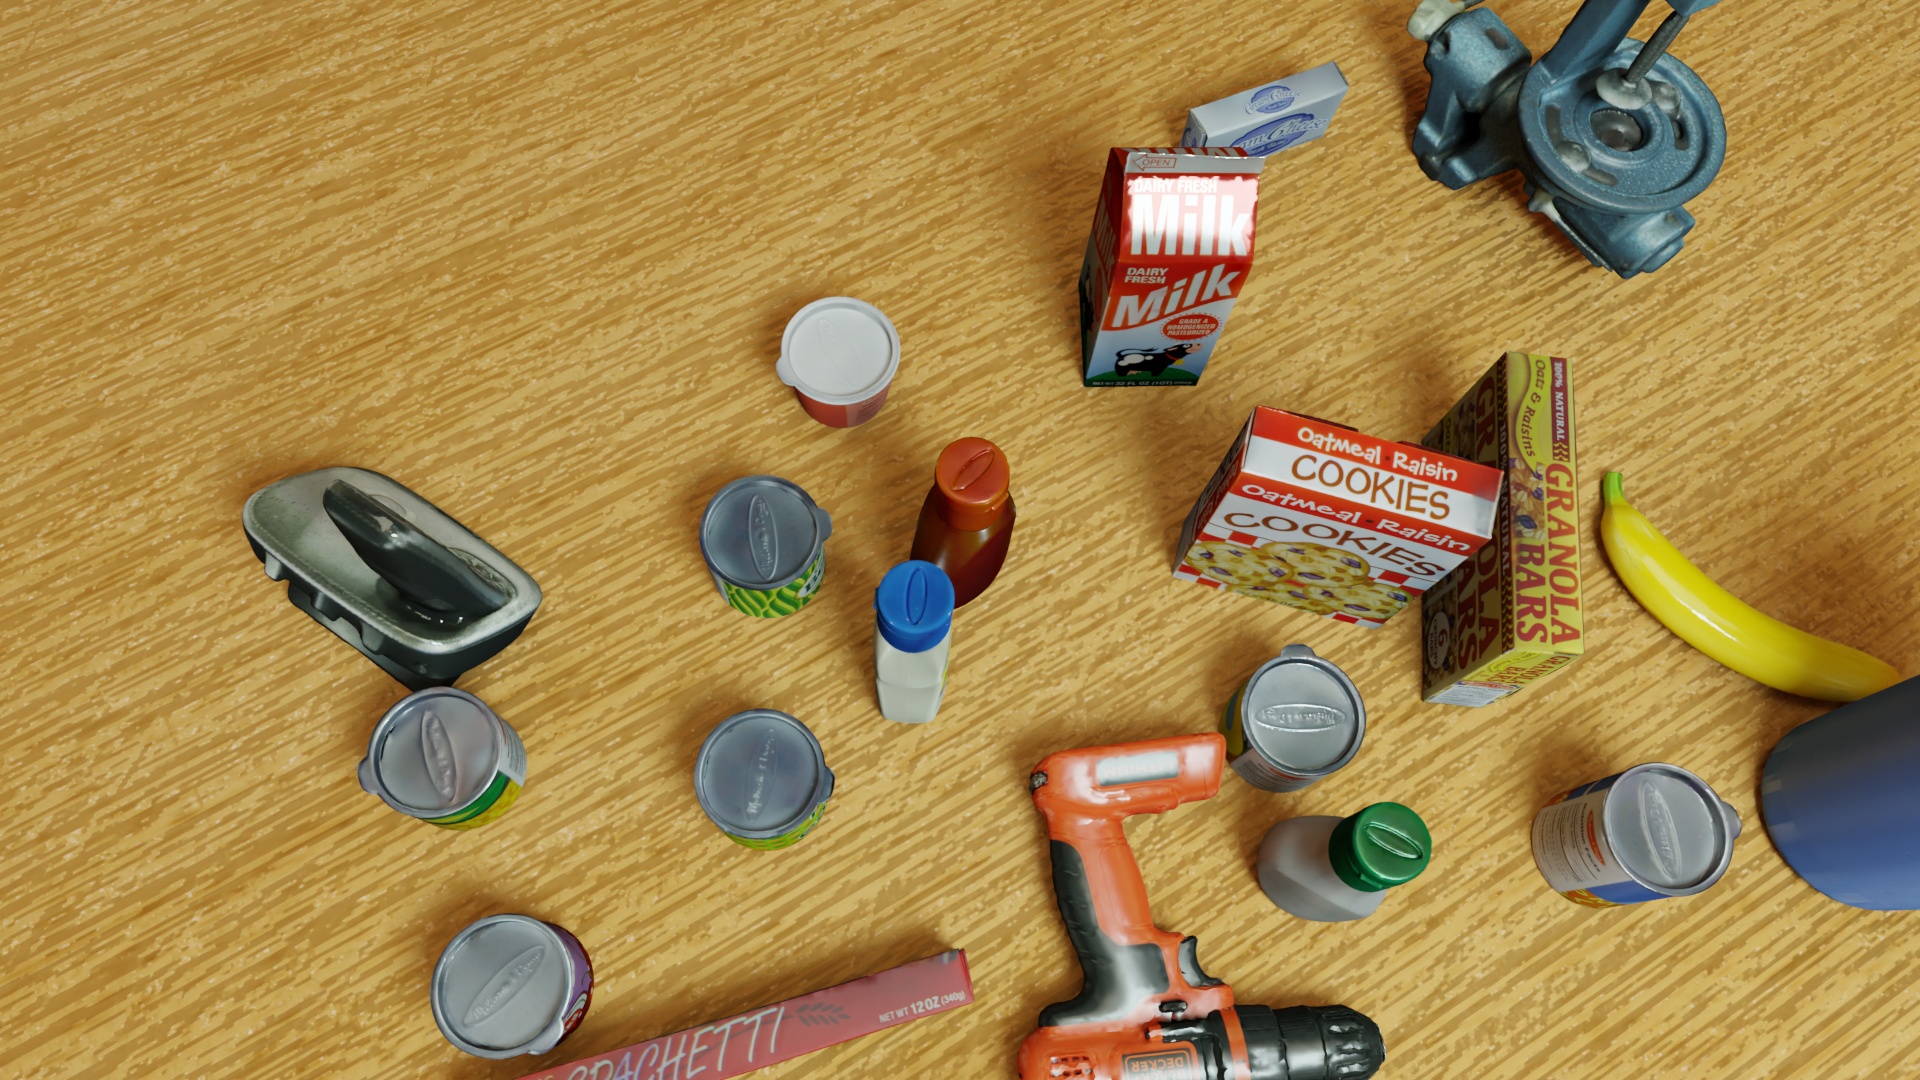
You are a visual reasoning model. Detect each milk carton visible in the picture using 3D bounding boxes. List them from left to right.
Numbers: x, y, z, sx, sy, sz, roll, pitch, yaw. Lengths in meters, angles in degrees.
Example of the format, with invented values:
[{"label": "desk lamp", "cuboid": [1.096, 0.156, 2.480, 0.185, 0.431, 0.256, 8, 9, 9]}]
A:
[{"label": "milk carton", "cuboid": [0.112, -0.157, 0.769, 0.072, 0.190, 0.073, 0, 71, -3]}]

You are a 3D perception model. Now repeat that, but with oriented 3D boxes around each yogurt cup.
[{"label": "yogurt cup", "cuboid": [-0.069, -0.101, 0.811, 0.072, 0.053, 0.072, 1, 71, -3]}]

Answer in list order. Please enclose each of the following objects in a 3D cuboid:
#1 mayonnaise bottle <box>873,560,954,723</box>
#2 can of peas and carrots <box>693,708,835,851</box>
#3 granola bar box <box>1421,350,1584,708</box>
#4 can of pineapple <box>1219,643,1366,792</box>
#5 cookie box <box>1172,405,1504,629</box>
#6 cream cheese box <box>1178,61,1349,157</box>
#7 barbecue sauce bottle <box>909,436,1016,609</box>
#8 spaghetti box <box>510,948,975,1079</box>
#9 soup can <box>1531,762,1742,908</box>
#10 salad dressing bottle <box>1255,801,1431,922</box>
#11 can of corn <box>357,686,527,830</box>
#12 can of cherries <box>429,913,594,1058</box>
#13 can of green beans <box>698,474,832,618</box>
[{"label": "mayonnaise bottle", "cuboid": [-0.024, 0.050, 0.710, 0.041, 0.147, 0.065, 5, 71, -1]}, {"label": "can of peas and carrots", "cuboid": [-0.100, 0.126, 0.725, 0.071, 0.058, 0.071, 1, 71, -3]}, {"label": "granola bar box", "cuboid": [0.293, -0.002, 0.760, 0.039, 0.123, 0.166, 7, 70, -1]}, {"label": "can of pineapple", "cuboid": [0.179, 0.098, 0.752, 0.071, 0.057, 0.071, 1, 71, -3]}, {"label": "cookie box", "cuboid": [0.191, -0.008, 0.733, 0.123, 0.167, 0.040, 15, 71, 2]}, {"label": "cream cheese box", "cuboid": [0.191, -0.266, 0.886, 0.104, 0.053, 0.024, -21, 73, -10]}, {"label": "barbecue sauce bottle", "cuboid": [0.003, -0.009, 0.732, 0.044, 0.148, 0.065, 42, 74, 11]}, {"label": "spaghetti box", "cuboid": [-0.116, 0.250, 0.685, 0.250, 0.050, 0.029, -14, 72, -8]}, {"label": "soup can", "cuboid": [0.352, 0.156, 0.728, 0.071, 0.083, 0.071, 1, 71, -3]}, {"label": "salad dressing bottle", "cuboid": [0.188, 0.158, 0.684, 0.064, 0.147, 0.044, 27, 72, 6]}, {"label": "can of corn", "cuboid": [-0.267, 0.115, 0.720, 0.071, 0.058, 0.071, 1, 71, -3]}, {"label": "can of cherries", "cuboid": [-0.218, 0.222, 0.684, 0.071, 0.058, 0.071, 1, 71, -3]}, {"label": "can of green beans", "cuboid": [-0.108, 0.005, 0.769, 0.071, 0.057, 0.071, 1, 71, -3]}]
